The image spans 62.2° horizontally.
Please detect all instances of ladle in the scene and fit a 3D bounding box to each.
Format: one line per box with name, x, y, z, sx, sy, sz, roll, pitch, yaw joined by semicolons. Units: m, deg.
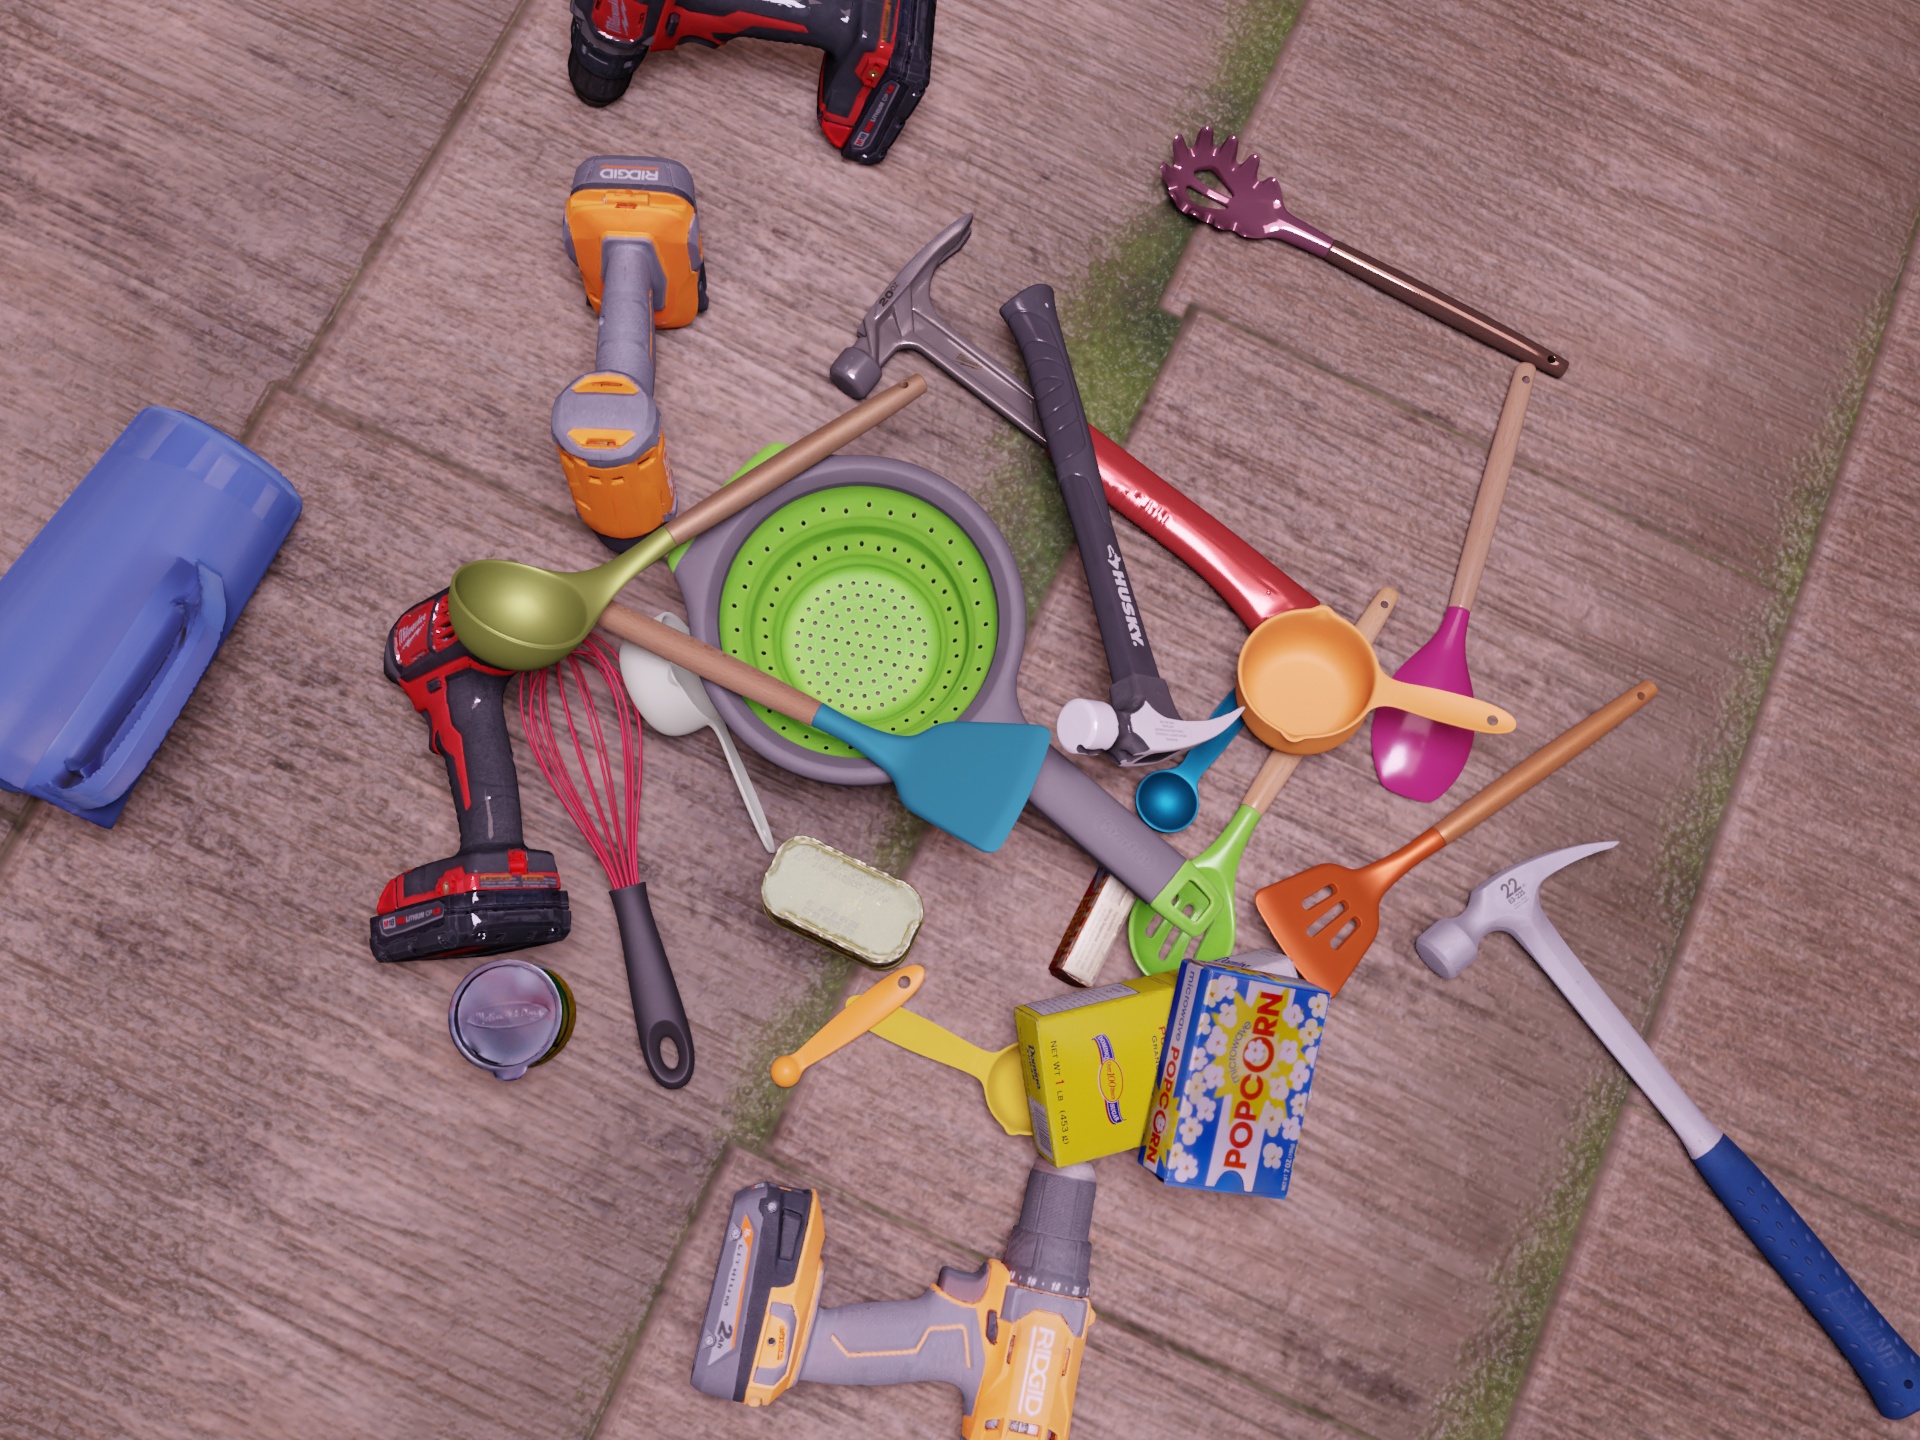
ladle;-0.150;-0.128;0.928;0.320;0.062;0.078;-35;63;-17

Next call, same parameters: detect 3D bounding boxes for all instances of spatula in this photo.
spatula;0.333;0.062;1.036;0.322;0.041;0.081;-33;82;-10
spatula;-0.106;-0.020;0.926;0.317;0.044;0.082;25;73;3

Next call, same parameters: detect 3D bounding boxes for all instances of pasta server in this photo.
pasta server;0.282;-0.317;1.106;0.316;0.040;0.060;28;91;1

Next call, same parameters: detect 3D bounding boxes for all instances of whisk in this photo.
whisk;-0.213;0.085;0.991;0.073;0.073;0.296;-15;87;-6

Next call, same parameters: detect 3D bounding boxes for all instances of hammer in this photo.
hammer;0.472;0.257;1.010;0.144;0.035;0.405;-37;84;-9
hammer;0.085;-0.130;0.999;0.146;0.035;0.335;6;63;-43
hammer;0.094;-0.183;1.069;0.359;0.036;0.149;38;79;4

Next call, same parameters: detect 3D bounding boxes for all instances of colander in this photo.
colander;-0.002;-0.003;0.998;0.397;0.094;0.204;41;82;4

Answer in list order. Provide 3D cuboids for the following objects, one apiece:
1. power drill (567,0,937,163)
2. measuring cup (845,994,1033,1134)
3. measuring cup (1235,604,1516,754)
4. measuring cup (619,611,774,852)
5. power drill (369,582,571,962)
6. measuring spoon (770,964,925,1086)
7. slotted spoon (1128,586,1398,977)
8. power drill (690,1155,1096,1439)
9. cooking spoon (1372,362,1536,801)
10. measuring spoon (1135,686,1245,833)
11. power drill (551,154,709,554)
power drill;-0.147;-0.447;1.053;0.226;0.188;0.080;10;73;-20
measuring cup;0.000;0.210;1.000;0.156;0.029;0.062;23;78;13
measuring cup;0.260;-0.011;1.012;0.173;0.052;0.095;15;71;8
measuring cup;-0.166;0.014;1.008;0.038;0.083;0.167;-22;98;9
power drill;-0.304;0.031;0.960;0.078;0.143;0.220;5;75;-46
measuring spoon;-0.071;0.189;0.994;0.117;0.011;0.021;-36;71;-3
slotted spoon;0.205;0.039;1.039;0.070;0.031;0.314;34;77;1
power drill;-0.030;0.332;0.945;0.226;0.084;0.185;14;77;-5
cooking spoon;0.344;-0.098;1.078;0.069;0.017;0.319;19;79;-1
measuring spoon;0.158;0.023;1.048;0.042;0.021;0.129;38;70;4
power drill;-0.208;-0.221;1.009;0.084;0.164;0.227;1;67;-3
